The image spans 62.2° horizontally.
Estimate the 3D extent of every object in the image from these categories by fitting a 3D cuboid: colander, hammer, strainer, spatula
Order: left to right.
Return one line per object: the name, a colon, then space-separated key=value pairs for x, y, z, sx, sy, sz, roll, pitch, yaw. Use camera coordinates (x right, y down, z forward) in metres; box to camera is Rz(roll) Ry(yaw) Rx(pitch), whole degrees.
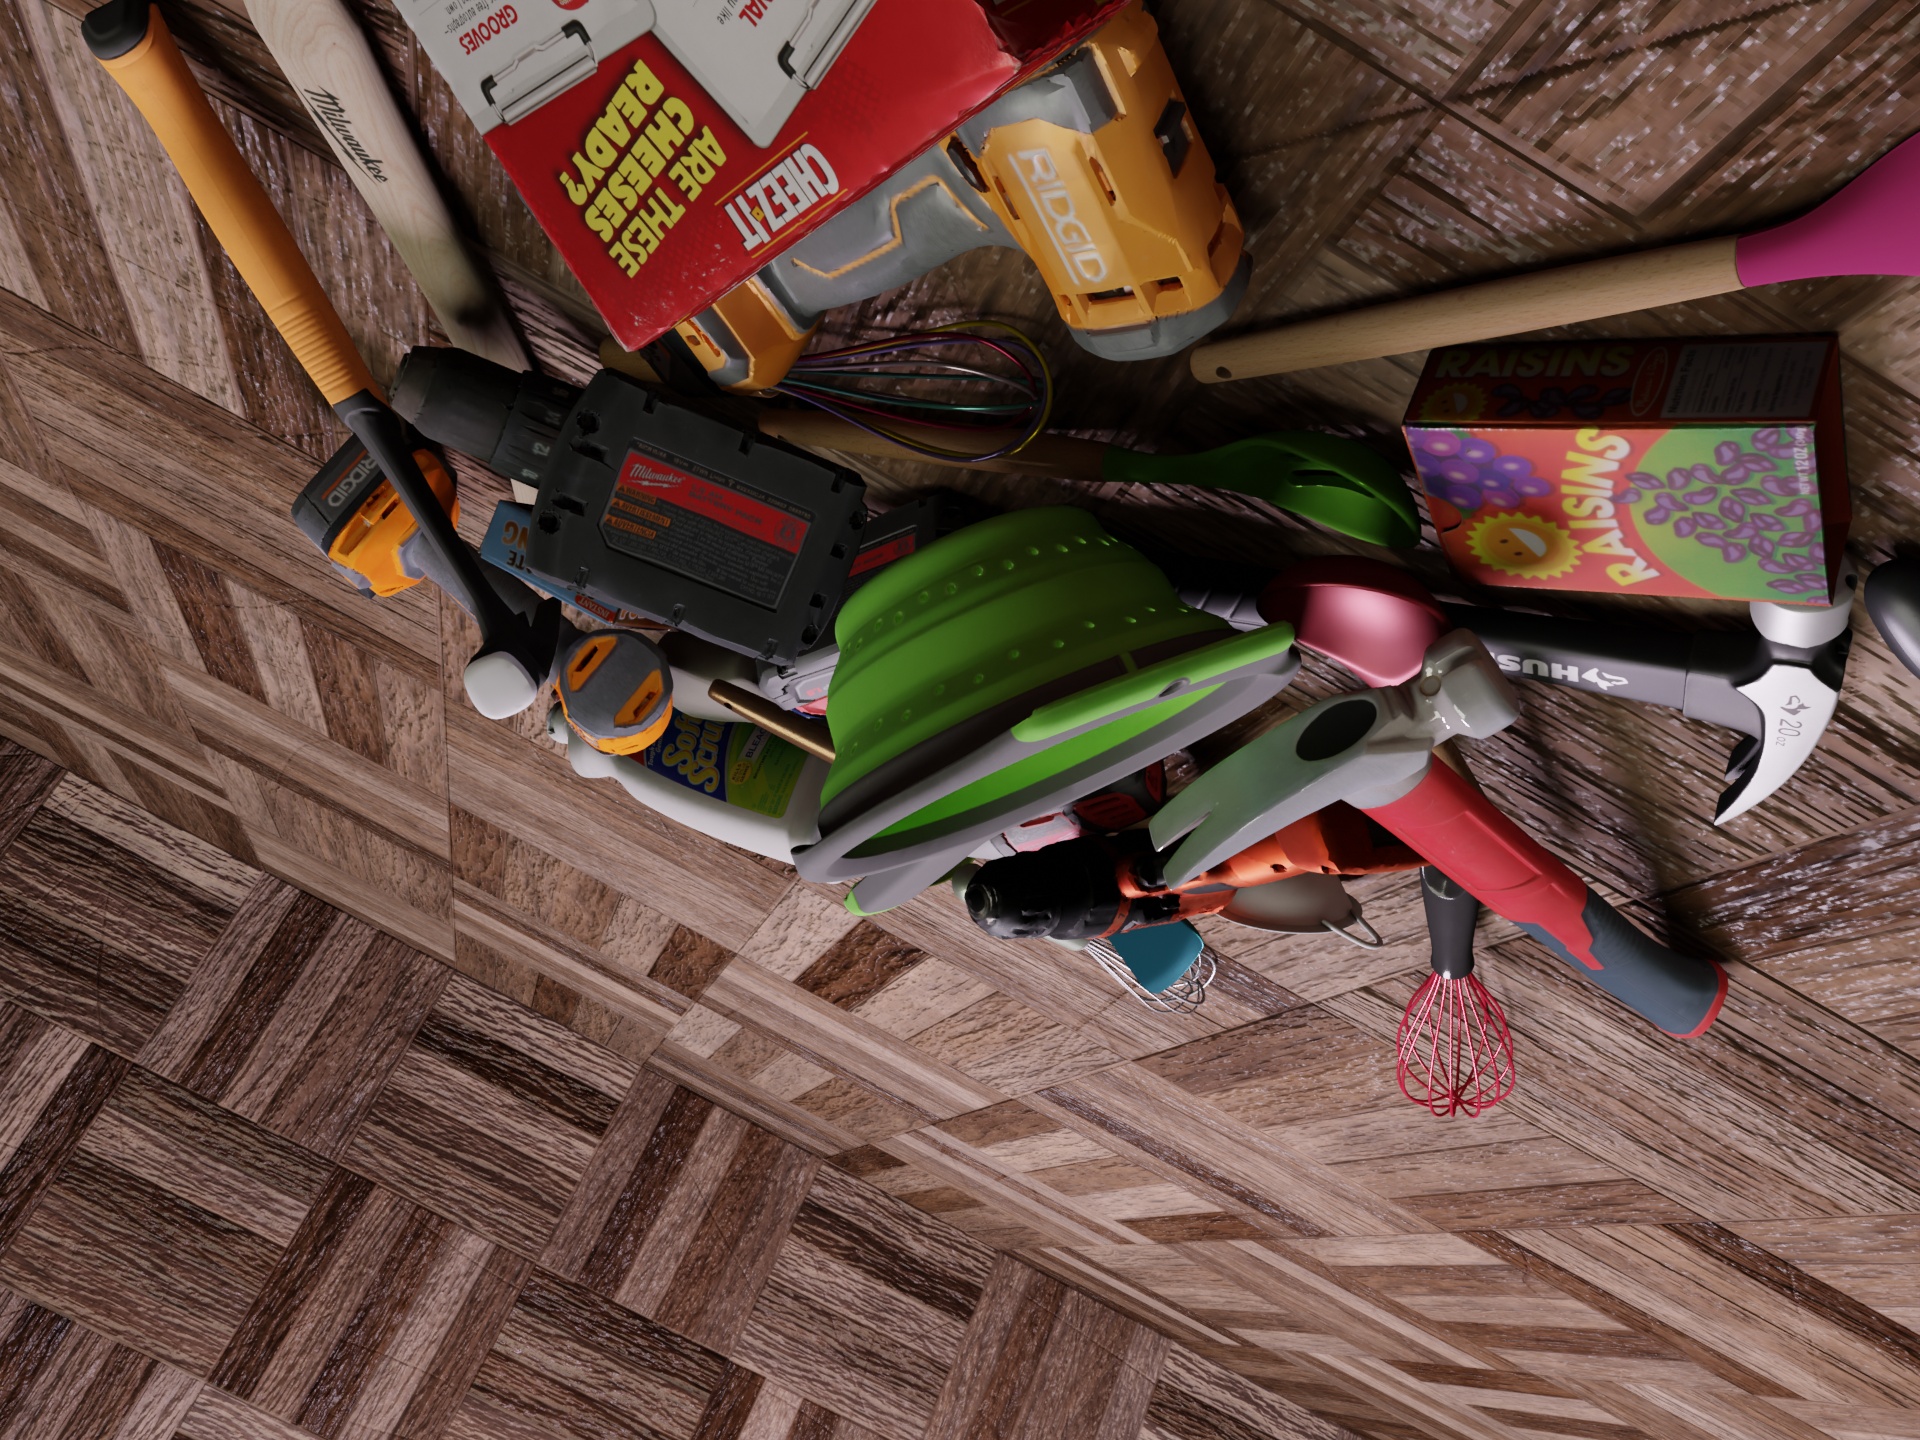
hammer: x=-0.284 y=-0.163 z=0.733 sx=0.127 sy=0.034 sz=0.336 roll=-110 pitch=-6 yaw=-66
hammer: x=-0.225 y=-0.197 z=0.729 sx=0.146 sy=0.038 sz=0.410 roll=18 pitch=155 yaw=16
colander: x=-0.006 y=0.006 z=0.683 sx=0.094 sy=0.204 sz=0.397 roll=67 pitch=157 yaw=10
spatula: x=-0.007 y=0.058 z=0.919 sx=0.317 sy=0.044 sz=0.082 roll=26 pitch=146 yaw=0
strainer: x=0.136 y=0.089 z=0.938 sx=0.087 sy=0.050 sz=0.258 roll=-11 pitch=-169 yaw=-40
hammer: x=0.173 y=-0.038 z=0.653 sx=0.335 sy=0.035 sz=0.146 roll=13 pitch=152 yaw=28
hammer: x=0.240 y=0.084 z=0.697 sx=0.143 sy=0.038 sz=0.385 roll=-33 pitch=139 yaw=25

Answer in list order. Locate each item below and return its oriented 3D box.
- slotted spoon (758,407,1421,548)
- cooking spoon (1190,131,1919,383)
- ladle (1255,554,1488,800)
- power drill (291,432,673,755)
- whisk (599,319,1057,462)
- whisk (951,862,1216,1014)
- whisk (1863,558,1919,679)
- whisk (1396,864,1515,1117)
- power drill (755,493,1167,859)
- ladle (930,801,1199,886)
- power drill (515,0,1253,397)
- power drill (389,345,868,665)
slotted spoon: x=0.038 y=-0.110 z=0.652 sx=0.314 sy=0.031 sz=0.070 roll=13 pitch=168 yaw=32
cooking spoon: x=0.201 y=-0.128 z=0.463 sx=0.319 sy=0.017 sz=0.068 roll=0 pitch=144 yaw=44
ladle: x=0.203 y=0.020 z=0.663 sx=0.069 sy=0.031 sz=0.315 roll=3 pitch=151 yaw=37
power drill: x=-0.265 y=-0.062 z=0.933 sx=0.226 sy=0.084 sz=0.164 roll=38 pitch=168 yaw=-3
whisk: x=-0.062 y=-0.148 z=0.669 sx=0.245 sy=0.051 sz=0.047 roll=14 pitch=133 yaw=34
whisk: x=0.084 y=0.141 z=1.038 sx=0.059 sy=0.058 sz=0.246 roll=-41 pitch=133 yaw=24
whisk: x=0.405 y=0.038 z=0.552 sx=0.284 sy=0.070 sz=0.070 roll=38 pitch=154 yaw=-14
whisk: x=0.278 y=0.146 z=0.896 sx=0.073 sy=0.073 sz=0.295 roll=13 pitch=146 yaw=27
power drill: x=-0.001 y=-0.003 z=0.802 sx=0.143 sy=0.079 sz=0.219 roll=-19 pitch=137 yaw=24
ladle: x=0.064 y=0.070 z=0.955 sx=0.320 sy=0.062 sz=0.078 roll=-5 pitch=148 yaw=45
power drill: x=-0.039 y=-0.191 z=0.508 sx=0.226 sy=0.084 sz=0.185 roll=2 pitch=144 yaw=36
power drill: x=-0.146 y=-0.105 z=0.670 sx=0.187 sy=0.080 sz=0.227 roll=21 pitch=-173 yaw=-22
